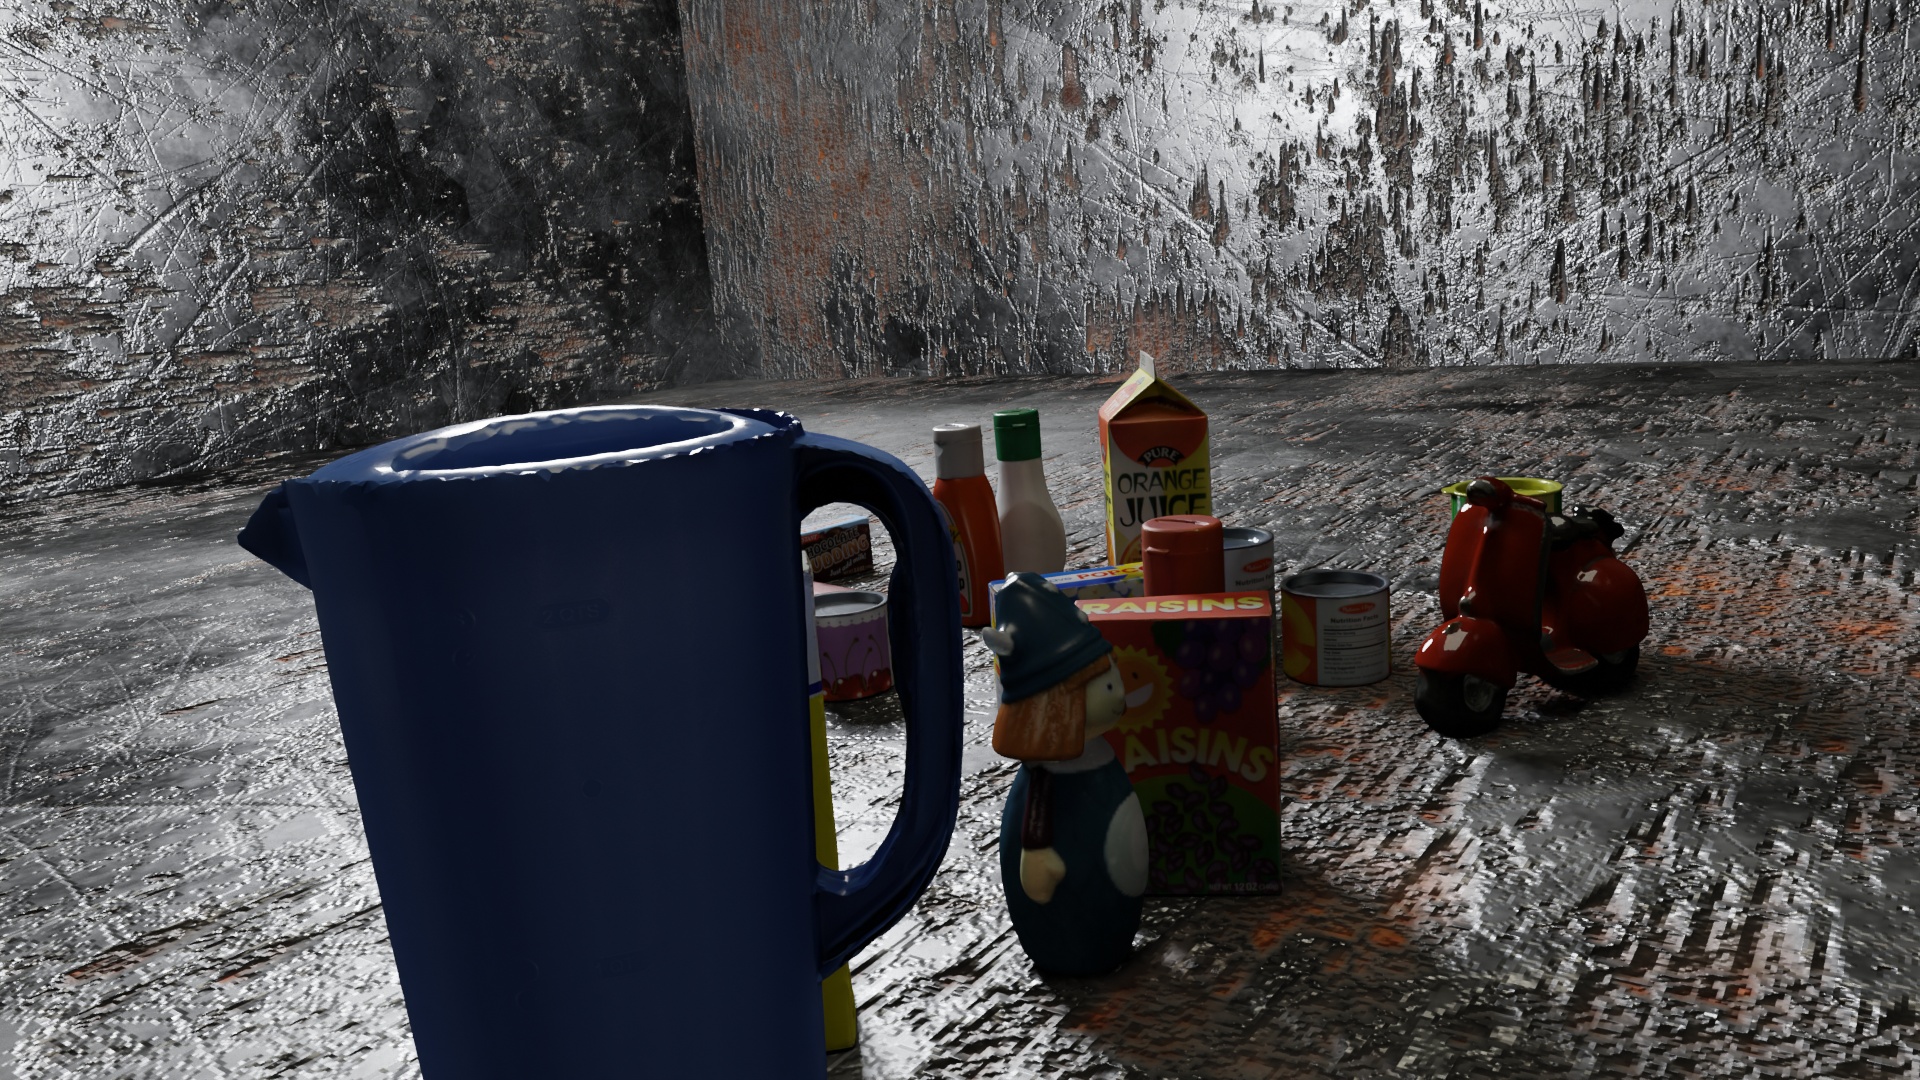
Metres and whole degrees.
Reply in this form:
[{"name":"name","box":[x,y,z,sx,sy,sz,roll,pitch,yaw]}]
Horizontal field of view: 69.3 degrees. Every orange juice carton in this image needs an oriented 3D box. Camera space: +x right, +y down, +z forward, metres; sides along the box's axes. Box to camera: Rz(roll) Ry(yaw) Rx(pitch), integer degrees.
[{"name":"orange juice carton","box":[0.141,-0.040,1.009,0.073,0.192,0.072,-4,11,2]}]

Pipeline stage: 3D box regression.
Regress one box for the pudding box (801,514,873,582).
[{"name":"pudding box","box":[-0.120,0.009,1.231,0.084,0.049,0.030,-14,15,-38]}]

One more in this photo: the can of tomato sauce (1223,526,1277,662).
[{"name":"can of tomato sauce","box":[0.169,0.038,0.897,0.071,0.083,0.071,-5,11,1]}]

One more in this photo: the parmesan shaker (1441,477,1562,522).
[{"name":"parmesan shaker","box":[0.343,0.016,0.880,0.071,0.102,0.071,-5,11,1]}]

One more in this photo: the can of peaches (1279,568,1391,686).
[{"name":"can of peaches","box":[0.232,0.053,0.859,0.071,0.058,0.071,-5,12,1]}]

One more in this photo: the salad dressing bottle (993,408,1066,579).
[{"name":"salad dressing bottle","box":[0.050,-0.031,1.112,0.064,0.147,0.044,-5,11,-3]}]

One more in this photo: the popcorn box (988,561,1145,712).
[{"name":"popcorn box","box":[0.083,0.060,0.816,0.127,0.085,0.038,-7,11,-10]}]

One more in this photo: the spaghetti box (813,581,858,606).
[{"name":"spaghetti box","box":[-0.151,0.051,1.042,0.029,0.050,0.250,-15,16,-41]}]

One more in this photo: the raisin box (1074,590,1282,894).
[{"name":"raisin box","box":[0.093,0.087,0.594,0.086,0.123,0.040,-3,11,10]}]

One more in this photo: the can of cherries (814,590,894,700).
[{"name":"can of cherries","box":[-0.080,0.068,0.908,0.071,0.058,0.071,-5,12,1]}]

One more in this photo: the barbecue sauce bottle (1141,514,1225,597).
[{"name":"barbecue sauce bottle","box":[0.105,0.064,0.637,0.044,0.148,0.065,-15,15,-42]}]

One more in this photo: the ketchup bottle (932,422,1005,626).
[{"name":"ketchup bottle","box":[0.004,-0.013,1.044,0.044,0.148,0.065,-12,13,-31]}]
